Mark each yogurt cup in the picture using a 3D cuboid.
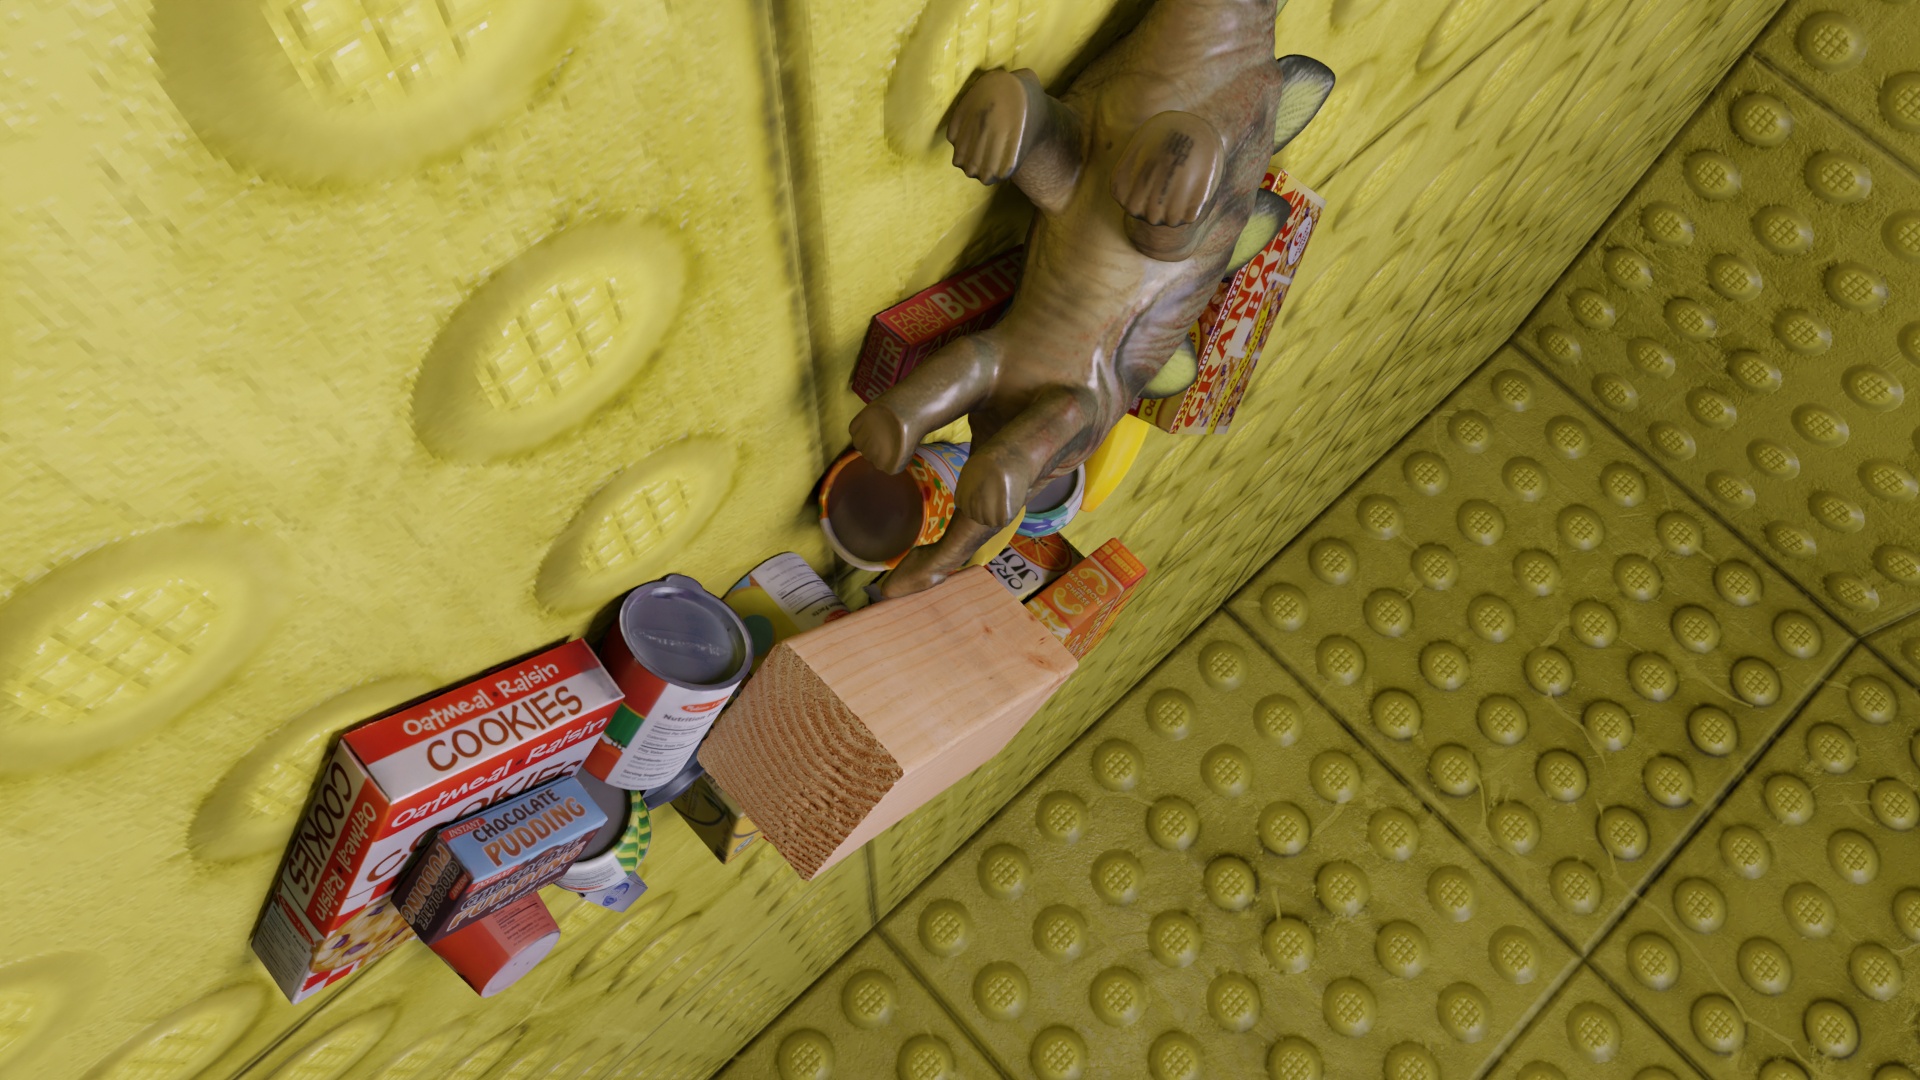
[{"bbox_3d":[-0.268,0.224,0.800,0.072,0.054,0.072,-42,166,-13],"label":"yogurt cup"}]

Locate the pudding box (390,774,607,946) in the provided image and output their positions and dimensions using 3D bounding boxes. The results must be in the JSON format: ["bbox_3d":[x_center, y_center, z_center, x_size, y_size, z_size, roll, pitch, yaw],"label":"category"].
[{"bbox_3d":[-0.203,0.140,0.618,0.049,0.030,0.084,-51,165,24],"label":"pudding box"}]

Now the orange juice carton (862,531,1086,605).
[{"bbox_3d":[0.006,0.035,0.990,0.072,0.072,0.193,-53,164,29],"label":"orange juice carton"}]

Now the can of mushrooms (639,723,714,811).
[{"bbox_3d":[-0.176,0.129,0.828,0.071,0.033,0.071,-42,166,-13],"label":"can of mushrooms"}]

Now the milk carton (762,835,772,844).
[{"bbox_3d":[-0.113,0.186,1.087,0.072,0.073,0.190,-46,166,9],"label":"milk carton"}]

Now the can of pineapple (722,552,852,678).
[{"bbox_3d":[-0.097,0.050,0.771,0.071,0.058,0.070,-41,165,-13],"label":"can of pineapple"}]

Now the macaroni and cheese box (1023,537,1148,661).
[{"bbox_3d":[0.052,0.080,1.012,0.167,0.040,0.123,-36,164,-31],"label":"macaroni and cheese box"}]

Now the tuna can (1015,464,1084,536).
[{"bbox_3d":[0.046,-0.039,0.908,0.071,0.071,0.032,-41,164,-13],"label":"tuna can"}]

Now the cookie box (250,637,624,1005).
[{"bbox_3d":[-0.238,0.126,0.632,0.123,0.040,0.166,-26,158,-53],"label":"cookie box"}]

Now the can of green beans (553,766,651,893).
[{"bbox_3d":[-0.203,0.151,0.748,0.071,0.071,0.057,-39,164,-21],"label":"can of green beans"}]

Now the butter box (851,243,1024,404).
[{"bbox_3d":[-0.004,-0.101,0.666,0.104,0.024,0.052,-34,162,-37],"label":"butter box"}]

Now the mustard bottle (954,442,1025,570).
[{"bbox_3d":[0.003,-0.011,0.871,0.049,0.065,0.159,-44,170,-12],"label":"mustard bottle"}]

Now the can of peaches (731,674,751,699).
[{"bbox_3d":[-0.103,0.080,0.841,0.071,0.058,0.071,-40,165,-13],"label":"can of peaches"}]

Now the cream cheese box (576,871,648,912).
[{"bbox_3d":[-0.224,0.194,0.839,0.024,0.053,0.103,-43,166,-14],"label":"cream cheese box"}]

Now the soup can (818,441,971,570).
[{"bbox_3d":[-0.027,-0.022,0.747,0.071,0.071,0.084,-49,165,19],"label":"soup can"}]

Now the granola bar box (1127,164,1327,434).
[{"bbox_3d":[0.166,-0.149,0.870,0.124,0.039,0.165,-8,123,-63],"label":"granola bar box"}]

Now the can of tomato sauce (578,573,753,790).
[{"bbox_3d":[-0.148,0.069,0.673,0.071,0.071,0.082,-25,157,-53],"label":"can of tomato sauce"}]
